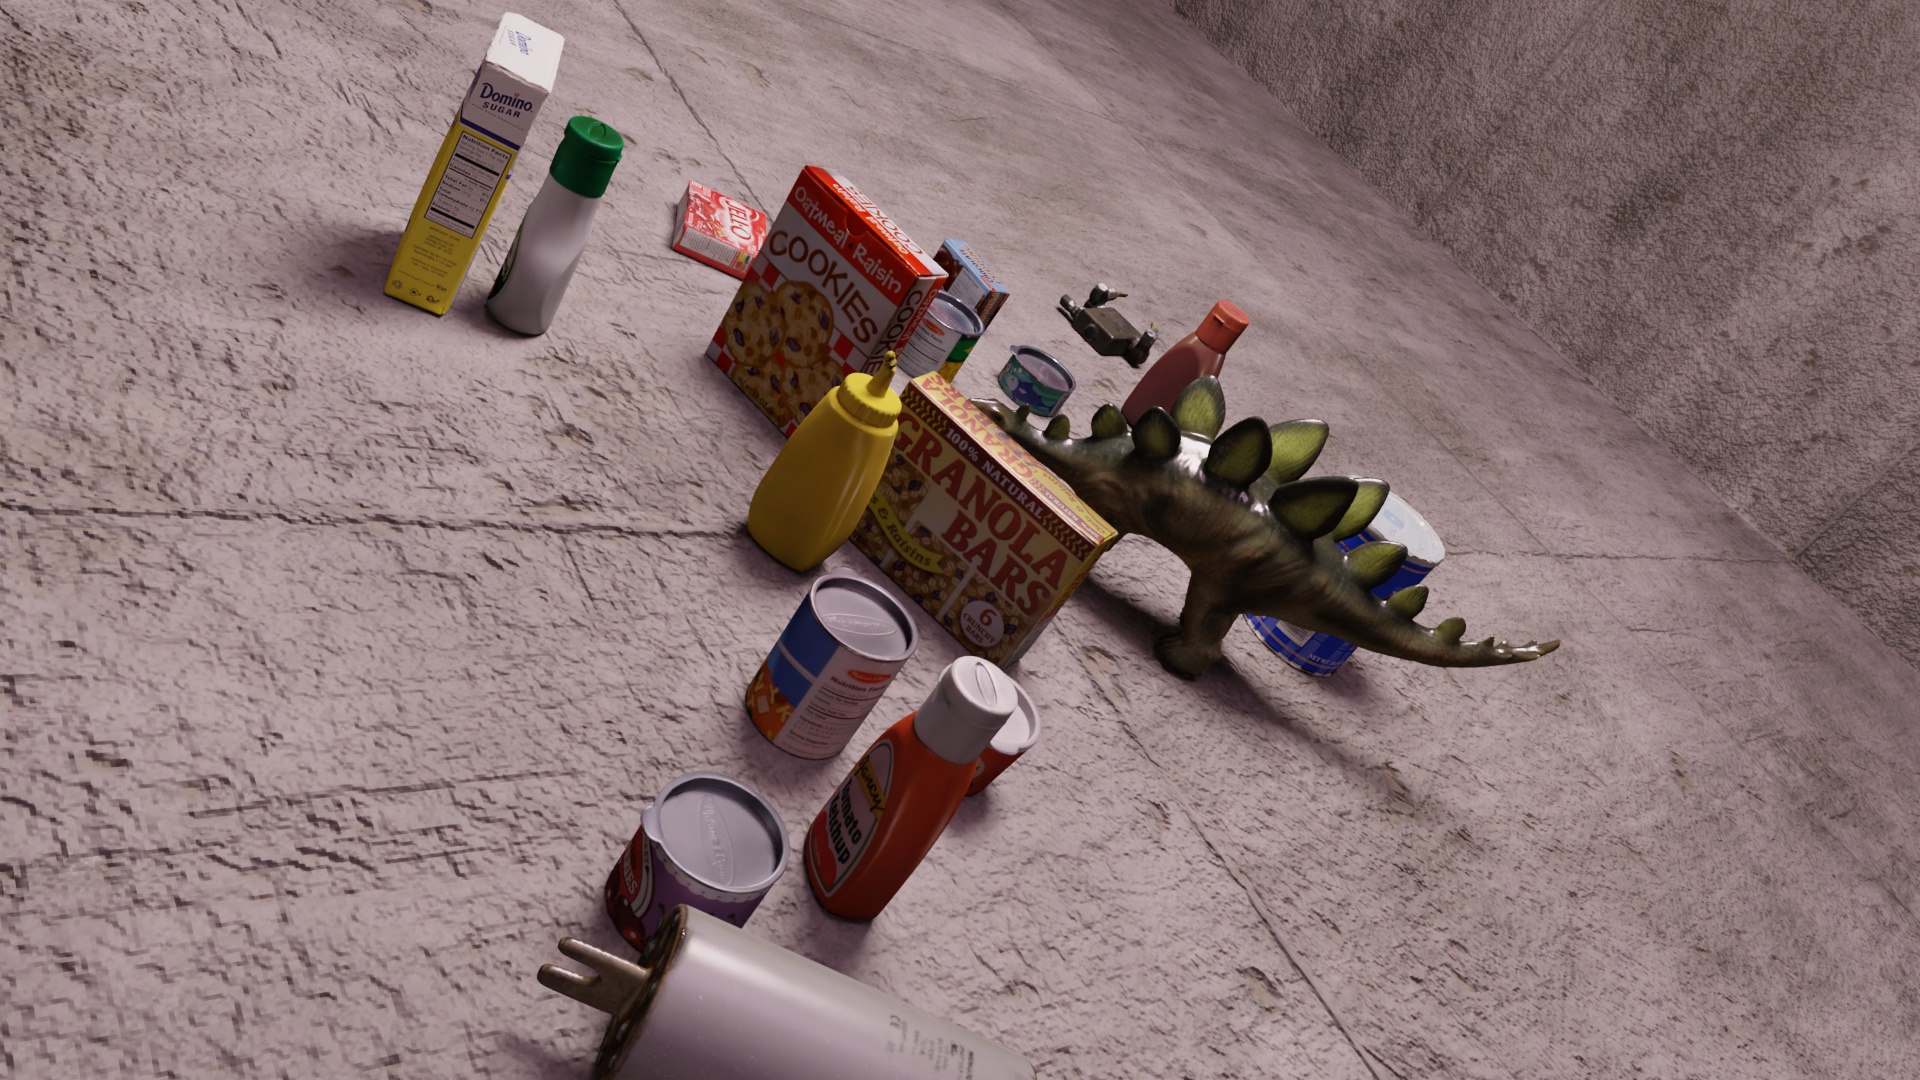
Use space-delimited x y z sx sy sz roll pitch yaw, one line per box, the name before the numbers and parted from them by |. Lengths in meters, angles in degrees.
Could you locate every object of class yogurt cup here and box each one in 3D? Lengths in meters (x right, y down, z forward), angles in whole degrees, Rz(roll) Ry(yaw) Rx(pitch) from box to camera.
yogurt cup | 0.005 0.112 0.814 0.072 0.053 0.073 26 31 -16

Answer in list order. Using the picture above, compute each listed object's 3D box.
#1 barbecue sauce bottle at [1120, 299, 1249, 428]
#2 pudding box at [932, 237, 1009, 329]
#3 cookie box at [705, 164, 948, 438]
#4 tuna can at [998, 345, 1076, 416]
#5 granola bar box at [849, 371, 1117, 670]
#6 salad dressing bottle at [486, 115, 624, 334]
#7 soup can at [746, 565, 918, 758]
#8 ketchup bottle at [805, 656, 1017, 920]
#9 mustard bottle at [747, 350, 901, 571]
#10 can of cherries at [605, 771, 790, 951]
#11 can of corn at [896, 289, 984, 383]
barbecue sauce bottle | 0.218 -0.161 1.328 0.044 0.148 0.065 -9 51 -51
pudding box | 0.005 -0.246 1.334 0.030 0.049 0.084 -2 46 -47
cookie box | -0.099 -0.161 0.988 0.123 0.166 0.040 46 31 18
tuna can | 0.068 -0.147 1.273 0.071 0.032 0.071 25 31 -16
granola bar box | 0.003 -0.012 0.920 0.166 0.123 0.039 42 30 12
salad dressing bottle | -0.263 -0.204 0.905 0.044 0.147 0.064 25 31 -17
soup can | -0.073 0.068 0.769 0.071 0.083 0.072 26 31 -16
ketchup bottle | -0.024 0.119 0.679 0.043 0.148 0.065 17 34 -29
mustard bottle | -0.075 -0.054 0.865 0.065 0.159 0.049 39 30 7
can of cherries | -0.122 0.148 0.630 0.071 0.058 0.072 26 31 -16
can of corn | -0.021 -0.176 1.199 0.071 0.058 0.071 26 31 -16
